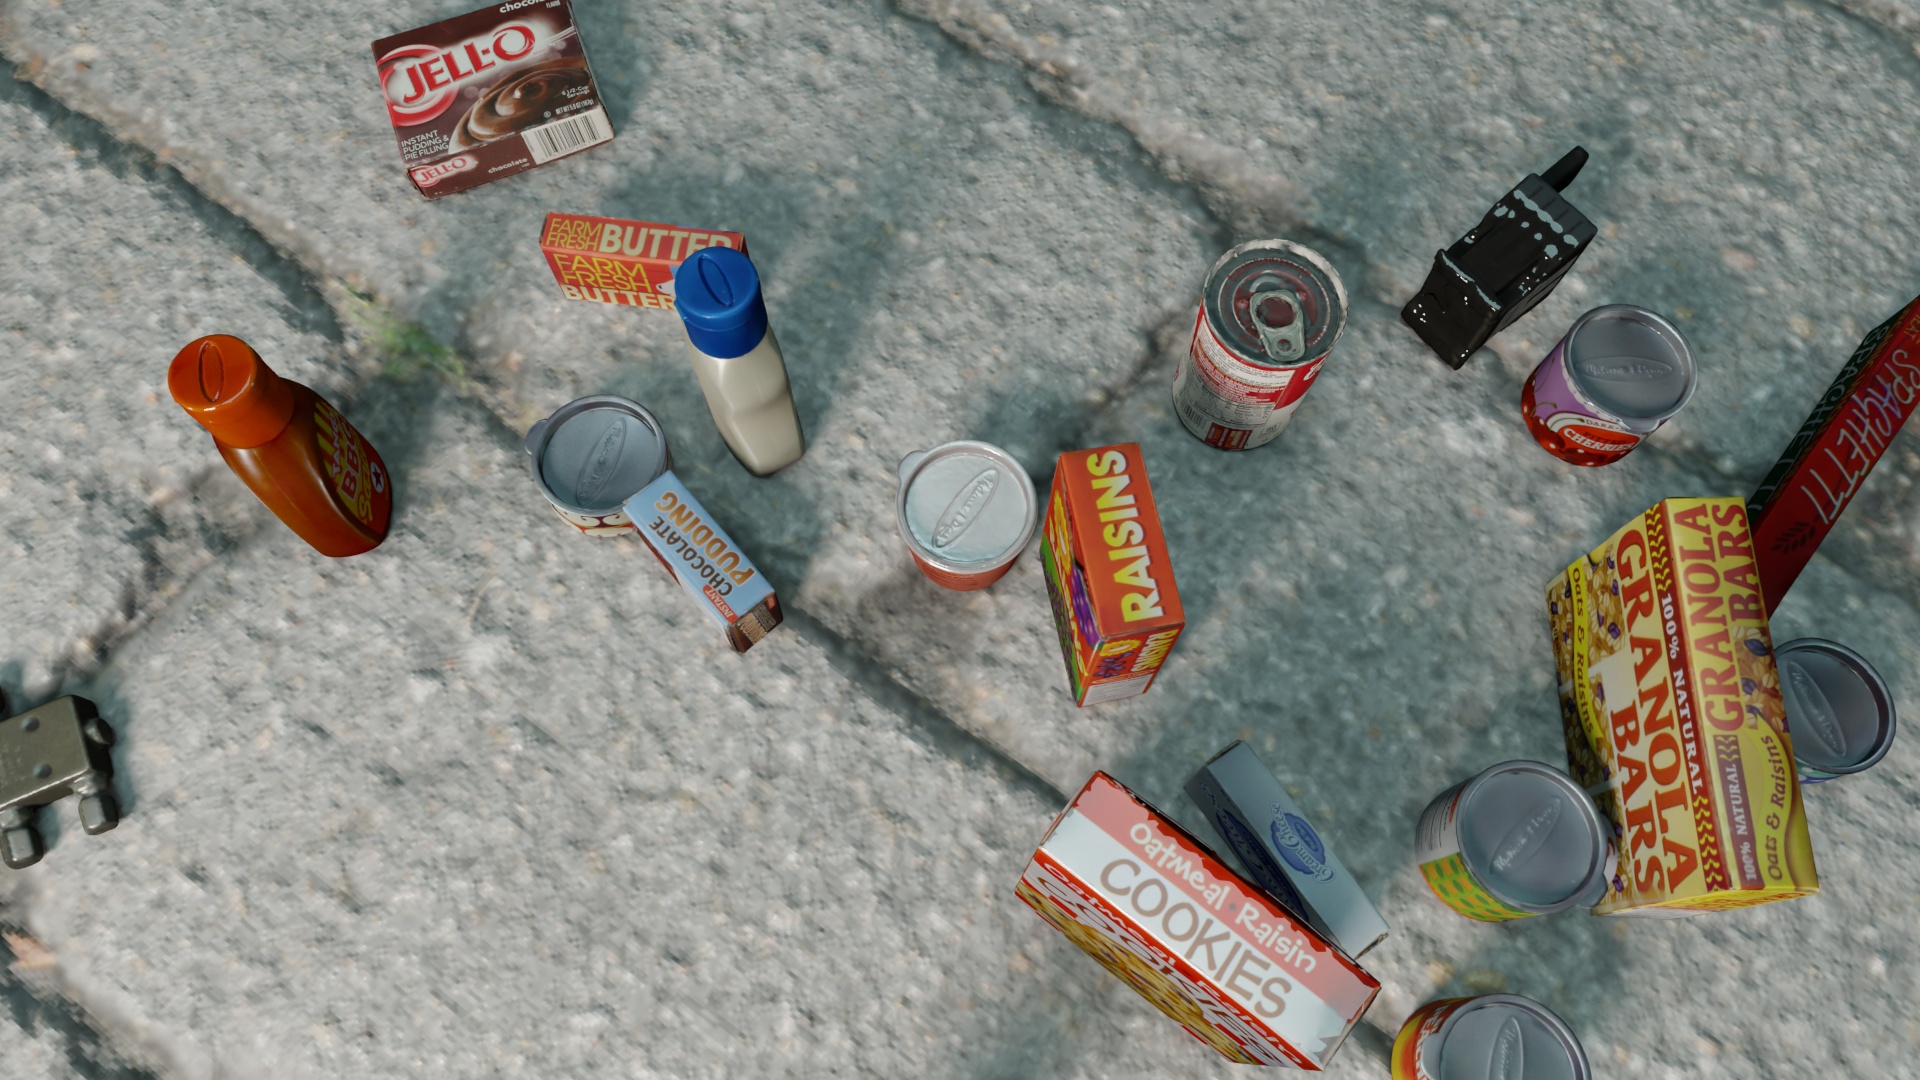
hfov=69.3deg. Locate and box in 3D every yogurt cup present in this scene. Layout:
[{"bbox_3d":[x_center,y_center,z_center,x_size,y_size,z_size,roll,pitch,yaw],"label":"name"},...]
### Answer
[{"bbox_3d":[0.002,-0.009,0.680,0.072,0.053,0.072,0,70,-1],"label":"yogurt cup"}]

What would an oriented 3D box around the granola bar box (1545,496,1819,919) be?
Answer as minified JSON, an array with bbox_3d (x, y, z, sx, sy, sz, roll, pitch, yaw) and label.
[{"bbox_3d":[0.312,0.078,0.618,0.039,0.123,0.166,1,70,-1],"label":"granola bar box"}]

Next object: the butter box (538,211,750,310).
[{"bbox_3d":[-0.162,-0.144,0.727,0.103,0.053,0.024,7,70,1],"label":"butter box"}]

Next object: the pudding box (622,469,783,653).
[{"bbox_3d":[-0.124,0.011,0.672,0.030,0.049,0.084,-40,75,-14],"label":"pudding box"}]

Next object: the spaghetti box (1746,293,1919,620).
[{"bbox_3d":[0.429,-0.029,0.700,0.029,0.050,0.251,39,73,12],"label":"spaghetti box"}]

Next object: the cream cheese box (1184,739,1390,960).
[{"bbox_3d":[0.146,0.142,0.628,0.024,0.053,0.104,-33,74,-12],"label":"cream cheese box"}]

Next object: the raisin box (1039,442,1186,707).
[{"bbox_3d":[0.066,0.019,0.635,0.040,0.123,0.086,-9,70,-5],"label":"raisin box"}]

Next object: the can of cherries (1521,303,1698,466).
[{"bbox_3d":[0.330,-0.076,0.711,0.071,0.058,0.072,0,70,-1],"label":"can of cherries"}]

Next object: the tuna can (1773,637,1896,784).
[{"bbox_3d":[0.404,0.083,0.667,0.071,0.032,0.071,0,70,-1],"label":"tuna can"}]

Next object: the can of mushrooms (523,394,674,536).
[{"bbox_3d":[-0.181,-0.038,0.698,0.071,0.033,0.071,0,70,-1],"label":"can of mushrooms"}]

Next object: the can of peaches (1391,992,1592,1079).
[{"bbox_3d":[0.223,0.229,0.595,0.071,0.058,0.071,0,70,-1],"label":"can of peaches"}]

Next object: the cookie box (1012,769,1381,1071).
[{"bbox_3d":[0.085,0.157,0.560,0.123,0.167,0.040,36,73,11],"label":"cookie box"}]

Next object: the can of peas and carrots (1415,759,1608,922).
[{"bbox_3d":[0.249,0.139,0.629,0.071,0.058,0.071,0,70,-1],"label":"can of peas and carrots"}]

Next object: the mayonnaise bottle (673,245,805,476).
[{"bbox_3d":[-0.104,-0.085,0.656,0.041,0.147,0.065,-27,73,-10],"label":"mayonnaise bottle"}]

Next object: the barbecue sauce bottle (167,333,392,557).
[{"bbox_3d":[-0.308,-0.044,0.636,0.044,0.148,0.065,-12,71,-5],"label":"barbecue sauce bottle"}]
